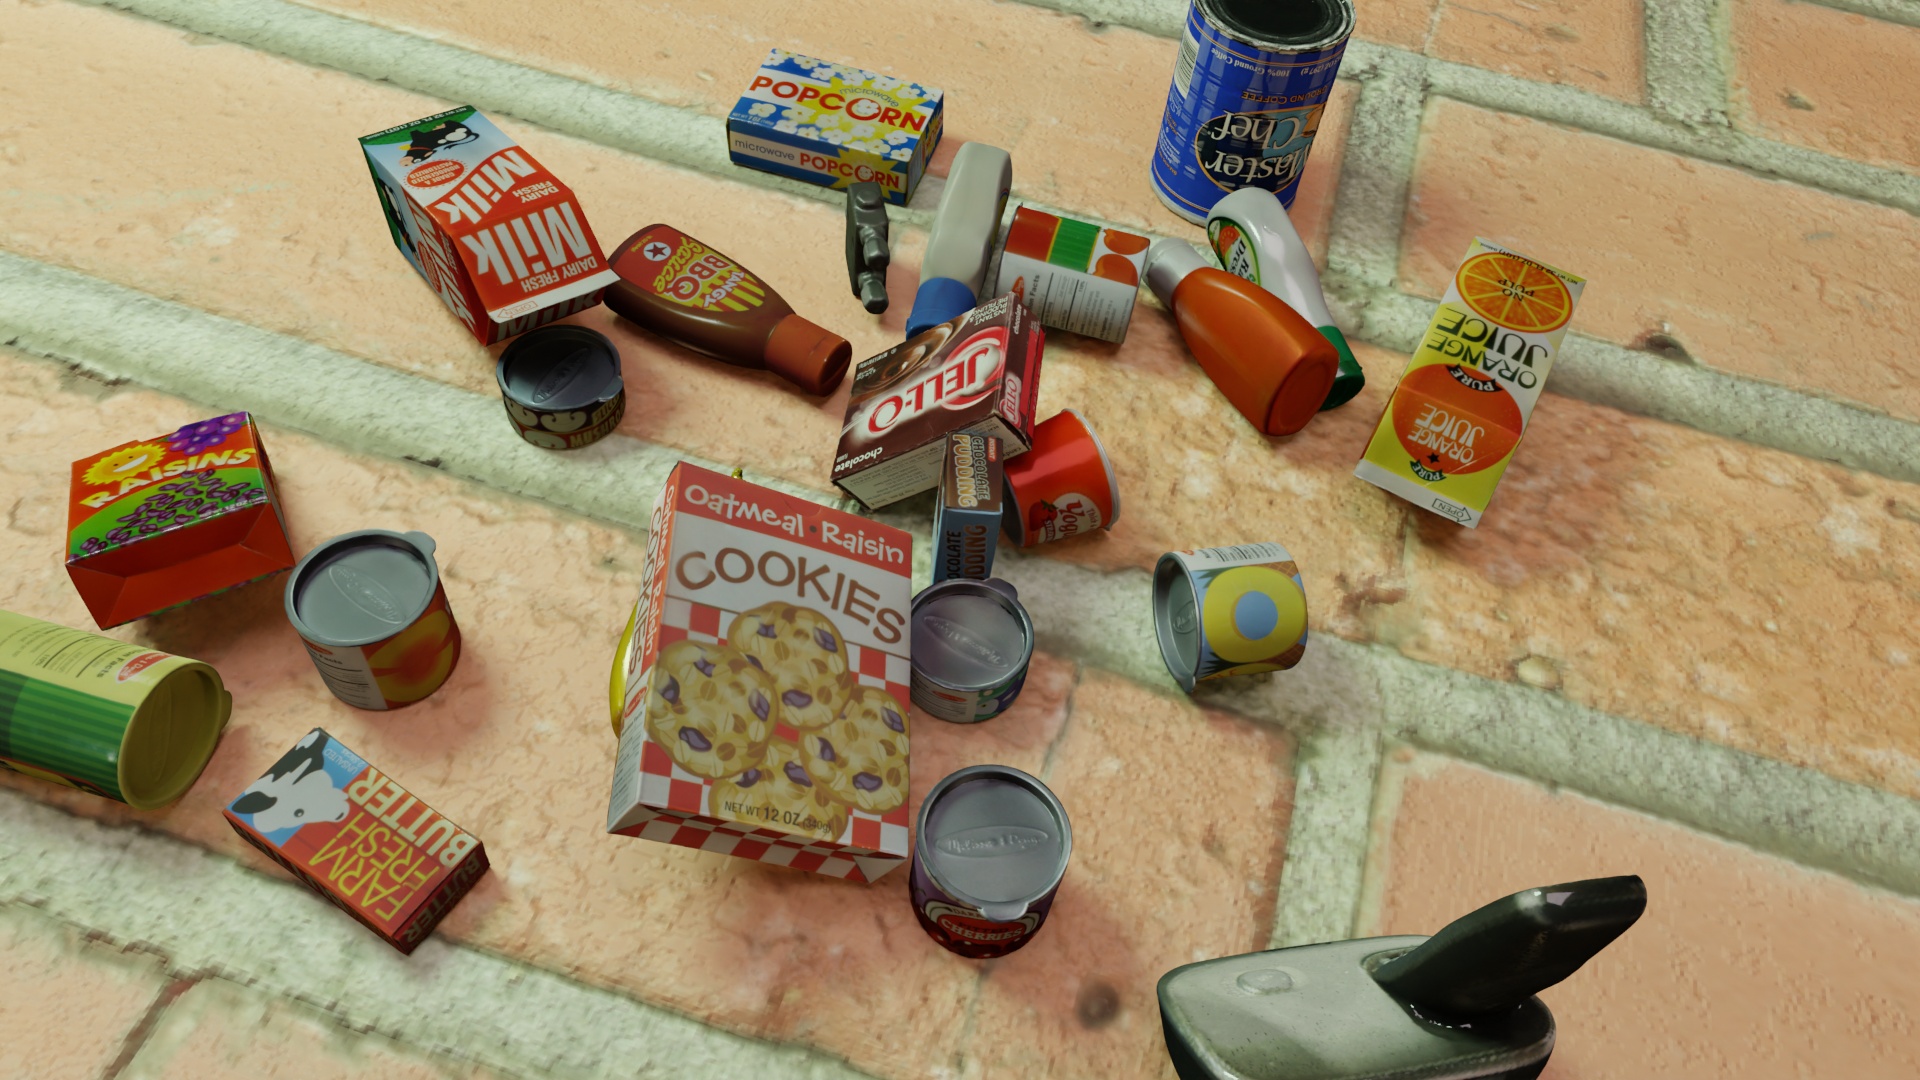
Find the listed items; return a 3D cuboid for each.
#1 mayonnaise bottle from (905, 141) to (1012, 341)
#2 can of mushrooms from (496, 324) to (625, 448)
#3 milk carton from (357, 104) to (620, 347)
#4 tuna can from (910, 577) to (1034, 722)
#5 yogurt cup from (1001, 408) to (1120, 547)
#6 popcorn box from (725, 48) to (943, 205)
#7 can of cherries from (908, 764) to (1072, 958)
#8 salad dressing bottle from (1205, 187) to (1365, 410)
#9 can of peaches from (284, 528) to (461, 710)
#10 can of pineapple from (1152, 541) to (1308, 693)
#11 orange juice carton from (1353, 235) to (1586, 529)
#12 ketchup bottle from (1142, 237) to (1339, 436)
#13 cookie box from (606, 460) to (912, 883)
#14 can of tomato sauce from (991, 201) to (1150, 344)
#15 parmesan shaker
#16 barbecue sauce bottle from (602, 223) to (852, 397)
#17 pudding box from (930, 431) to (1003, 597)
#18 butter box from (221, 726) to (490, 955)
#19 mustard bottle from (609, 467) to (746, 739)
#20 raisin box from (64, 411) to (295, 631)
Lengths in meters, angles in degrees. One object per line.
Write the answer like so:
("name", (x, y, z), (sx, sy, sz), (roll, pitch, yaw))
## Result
("mayonnaise bottle", (-0.001, -0.173, 0.846), (0.041, 0.064, 0.149), (13, 56, -1))
("can of mushrooms", (-0.218, -0.084, 0.768), (0.071, 0.033, 0.071), (3, 51, -4))
("milk carton", (-0.264, -0.173, 0.781), (0.072, 0.073, 0.191), (-28, 47, -25))
("tuna can", (0.003, 0.053, 0.688), (0.071, 0.032, 0.071), (3, 52, -4))
("yogurt cup", (0.046, -0.030, 0.739), (0.054, 0.072, 0.072), (-21, 57, -12))
("popcorn box", (-0.083, -0.278, 0.930), (0.127, 0.038, 0.085), (16, 52, 6))
("can of cherries", (0.011, 0.142, 0.604), (0.071, 0.058, 0.072), (4, 52, -5))
("salad dressing bottle", (0.199, -0.148, 0.851), (0.044, 0.064, 0.148), (-17, 63, -9))
("can of peaches", (-0.272, 0.036, 0.653), (0.071, 0.057, 0.071), (3, 52, -4))
("can of pineapple", (0.134, 0.037, 0.695), (0.058, 0.070, 0.071), (-6, 53, -11))
("orange juice carton", (0.290, -0.085, 0.802), (0.072, 0.072, 0.194), (27, 55, 14))
("ketchup bottle", (0.161, -0.129, 0.831), (0.043, 0.064, 0.149), (-5, 43, -32))
("cookie box", (-0.083, 0.057, 0.622), (0.123, 0.040, 0.168), (18, 52, -25))
("can of tomato sauce", (0.067, -0.162, 0.840), (0.083, 0.070, 0.071), (15, 52, 4))
("parmesan shaker", (-0.390, 0.072, 0.610), (0.103, 0.071, 0.072), (14, 52, 5))
("barbecue sauce bottle", (-0.134, -0.131, 0.808), (0.149, 0.043, 0.065), (29, 54, 15))
("pudding box", (0.003, -0.009, 0.703), (0.030, 0.083, 0.050), (5, 52, -3))
("butter box", (-0.262, 0.129, 0.604), (0.103, 0.024, 0.053), (29, 54, 15))
("mustard bottle", (-0.124, 0.028, 0.682), (0.065, 0.048, 0.161), (15, 51, -6))
("raisin box", (-0.374, -0.014, 0.664), (0.086, 0.040, 0.124), (-22, 33, -20))
